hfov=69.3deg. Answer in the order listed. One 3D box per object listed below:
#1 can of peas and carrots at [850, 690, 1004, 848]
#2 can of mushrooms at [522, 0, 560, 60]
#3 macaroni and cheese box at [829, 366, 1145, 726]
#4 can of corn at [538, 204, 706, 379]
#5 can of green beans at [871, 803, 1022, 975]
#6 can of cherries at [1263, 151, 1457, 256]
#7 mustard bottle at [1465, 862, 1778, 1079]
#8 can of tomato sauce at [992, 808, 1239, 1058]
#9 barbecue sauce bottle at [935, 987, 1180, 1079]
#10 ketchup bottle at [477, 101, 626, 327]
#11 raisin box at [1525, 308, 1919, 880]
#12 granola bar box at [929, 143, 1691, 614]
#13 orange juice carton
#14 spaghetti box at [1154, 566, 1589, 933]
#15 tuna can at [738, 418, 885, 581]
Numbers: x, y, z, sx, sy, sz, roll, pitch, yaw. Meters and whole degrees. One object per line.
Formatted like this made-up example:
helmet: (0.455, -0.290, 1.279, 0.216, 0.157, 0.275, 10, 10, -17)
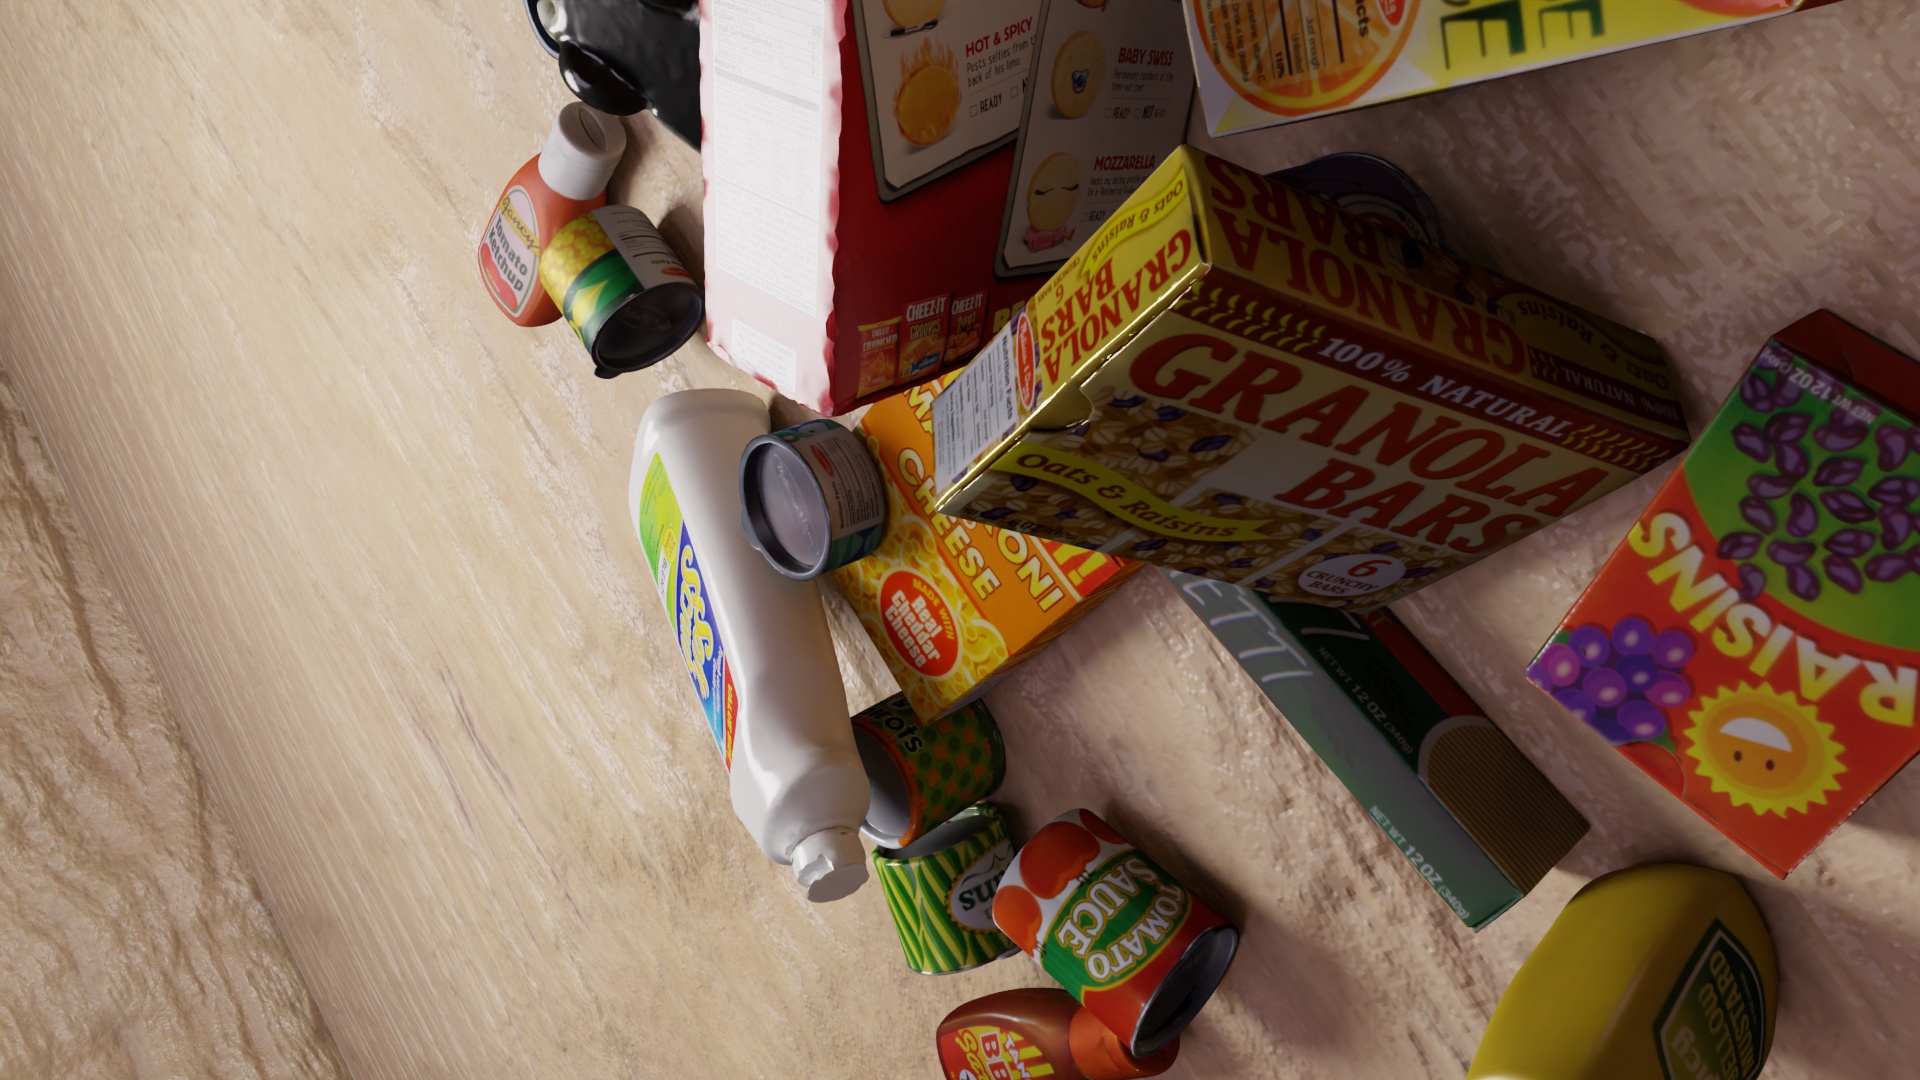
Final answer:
can of peas and carrots: (-0.023, 0.103, 0.663, 0.071, 0.059, 0.070, 24, 125, 39)
can of mushrooms: (-0.185, -0.270, 0.684, 0.071, 0.033, 0.070, 24, 124, 40)
macaroni and cheese box: (0.002, -0.007, 0.594, 0.124, 0.040, 0.165, 57, 141, 11)
can of corn: (-0.176, -0.128, 0.716, 0.058, 0.071, 0.070, 54, 140, 17)
can of green beans: (-0.003, 0.166, 0.666, 0.071, 0.071, 0.057, -9, 101, 50)
can of cherries: (0.106, -0.081, 0.425, 0.071, 0.058, 0.071, 25, 126, 40)
mustard bottle: (0.174, 0.148, 0.379, 0.048, 0.161, 0.065, -13, 99, 49)
can of tomato sauce: (0.064, 0.162, 0.586, 0.083, 0.071, 0.070, 35, 132, 34)
barbecue sauce bottle: (0.046, 0.244, 0.667, 0.148, 0.044, 0.065, -38, 78, 50)
ketchup bottle: (-0.224, -0.181, 0.765, 0.148, 0.044, 0.065, -39, 78, 50)
raisin box: (0.218, 0.016, 0.360, 0.086, 0.040, 0.122, 42, 136, 26)
granola bar box: (0.092, -0.031, 0.384, 0.123, 0.166, 0.039, -40, 44, 50)
orange juice carton: (0.149, -0.152, 0.330, 0.192, 0.072, 0.073, 3, 111, 48)
spaghetti box: (0.107, 0.017, 0.479, 0.250, 0.050, 0.028, 51, 137, 19)
tuna can: (-0.066, -0.017, 0.609, 0.071, 0.033, 0.070, 25, 125, 42)
